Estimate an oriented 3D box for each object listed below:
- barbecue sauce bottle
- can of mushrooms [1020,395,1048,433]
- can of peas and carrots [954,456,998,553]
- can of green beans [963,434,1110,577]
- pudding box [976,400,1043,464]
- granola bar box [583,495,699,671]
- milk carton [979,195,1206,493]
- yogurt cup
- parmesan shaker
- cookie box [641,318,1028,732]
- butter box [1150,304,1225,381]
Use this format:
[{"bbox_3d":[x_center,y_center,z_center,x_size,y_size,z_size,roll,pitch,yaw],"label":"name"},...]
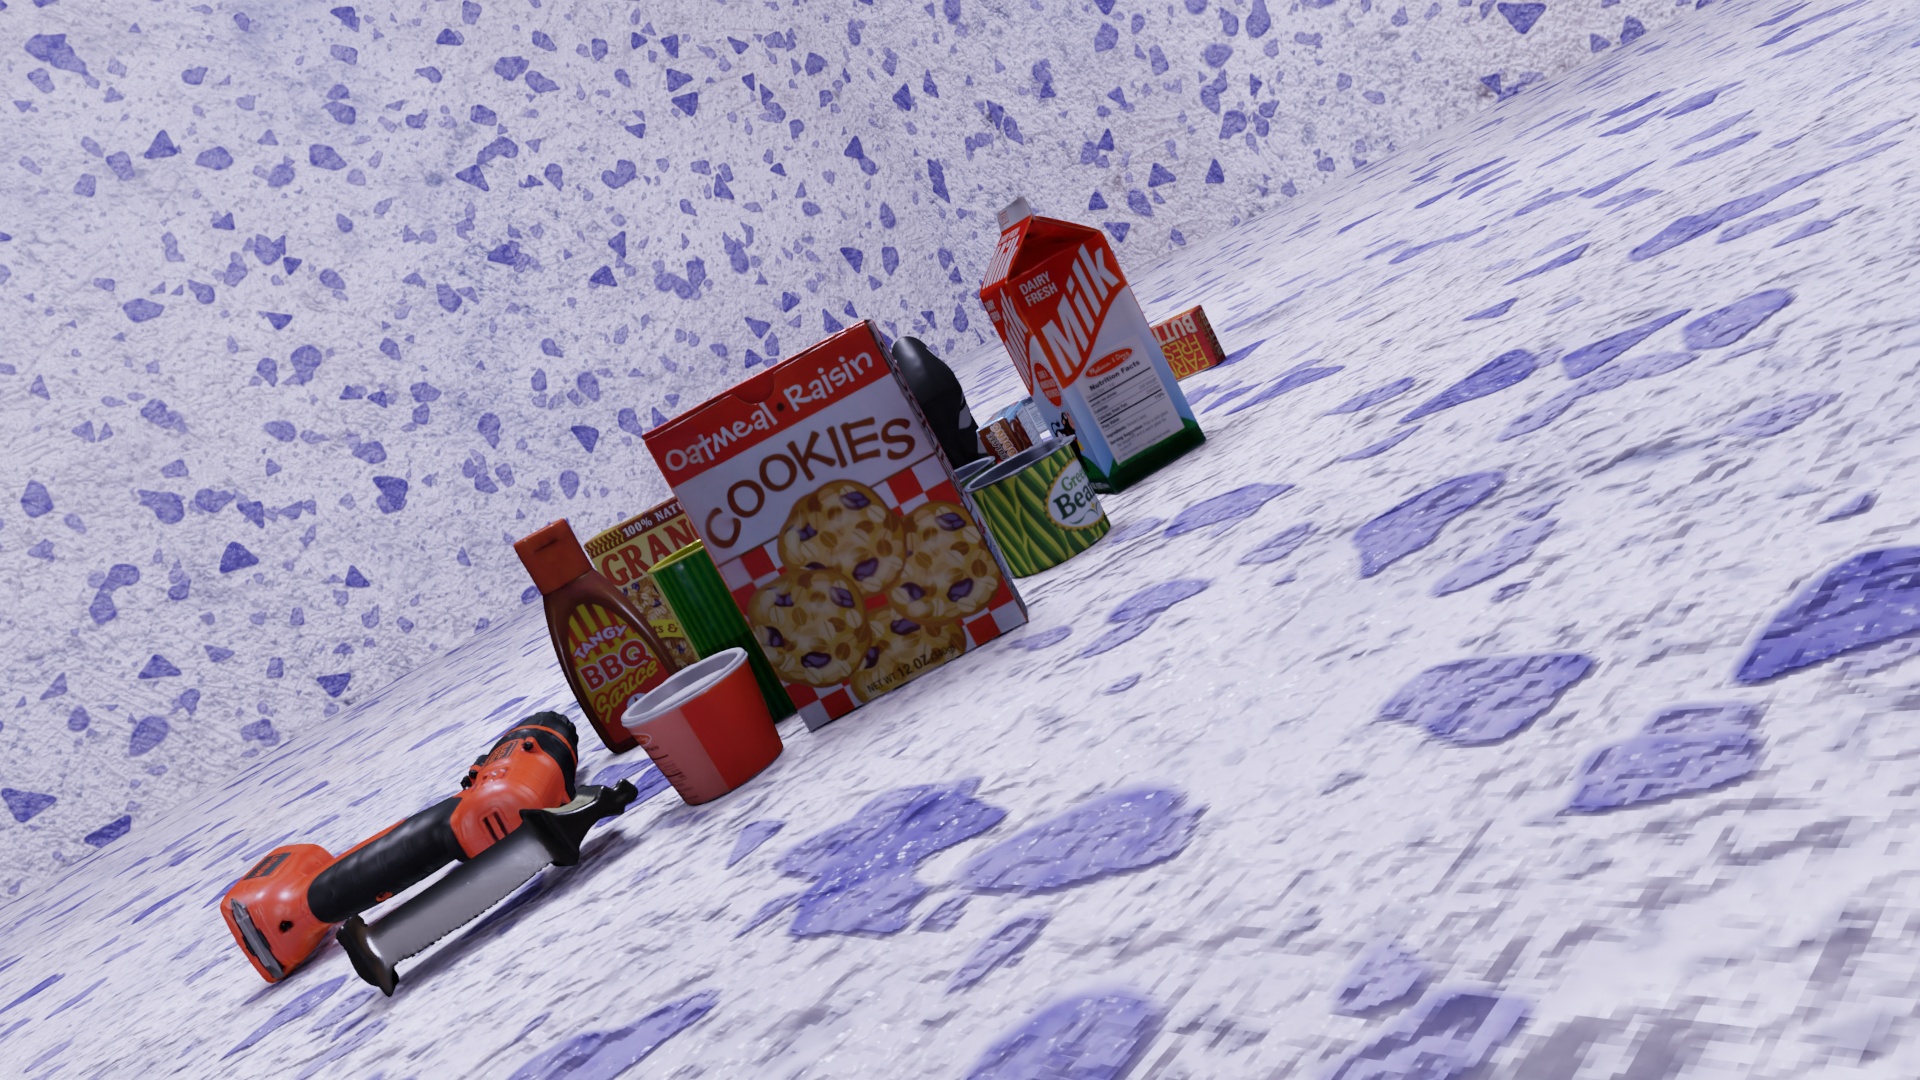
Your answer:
[{"bbox_3d":[-0.232,0.058,0.886,0.065,0.148,0.043,-30,9,-12],"label":"barbecue sauce bottle"},{"bbox_3d":[0.067,-0.122,1.372,0.071,0.033,0.071,-27,9,5],"label":"can of mushrooms"},{"bbox_3d":[0.003,-0.011,0.862,0.071,0.058,0.071,-27,9,5],"label":"can of peas and carrots"},{"bbox_3d":[0.044,-0.019,0.789,0.071,0.057,0.071,-27,9,5],"label":"can of green beans"},{"bbox_3d":[0.044,-0.088,1.198,0.030,0.049,0.084,-25,9,17],"label":"pudding box"},{"bbox_3d":[-0.178,0.021,1.009,0.165,0.124,0.039,-23,10,28],"label":"granola bar box"},{"bbox_3d":[0.075,-0.130,0.892,0.073,0.190,0.072,-30,9,-11],"label":"milk carton"},{"bbox_3d":[-0.123,0.092,0.677,0.072,0.054,0.072,-27,9,5],"label":"yogurt cup"},{"bbox_3d":[-0.117,0.045,0.767,0.071,0.103,0.071,-27,9,5],"label":"parmesan shaker"},{"bbox_3d":[-0.059,-0.008,0.684,0.123,0.167,0.040,-27,9,5],"label":"cookie box"},{"bbox_3d":[0.176,-0.162,1.211,0.103,0.053,0.024,-20,12,40],"label":"butter box"}]
